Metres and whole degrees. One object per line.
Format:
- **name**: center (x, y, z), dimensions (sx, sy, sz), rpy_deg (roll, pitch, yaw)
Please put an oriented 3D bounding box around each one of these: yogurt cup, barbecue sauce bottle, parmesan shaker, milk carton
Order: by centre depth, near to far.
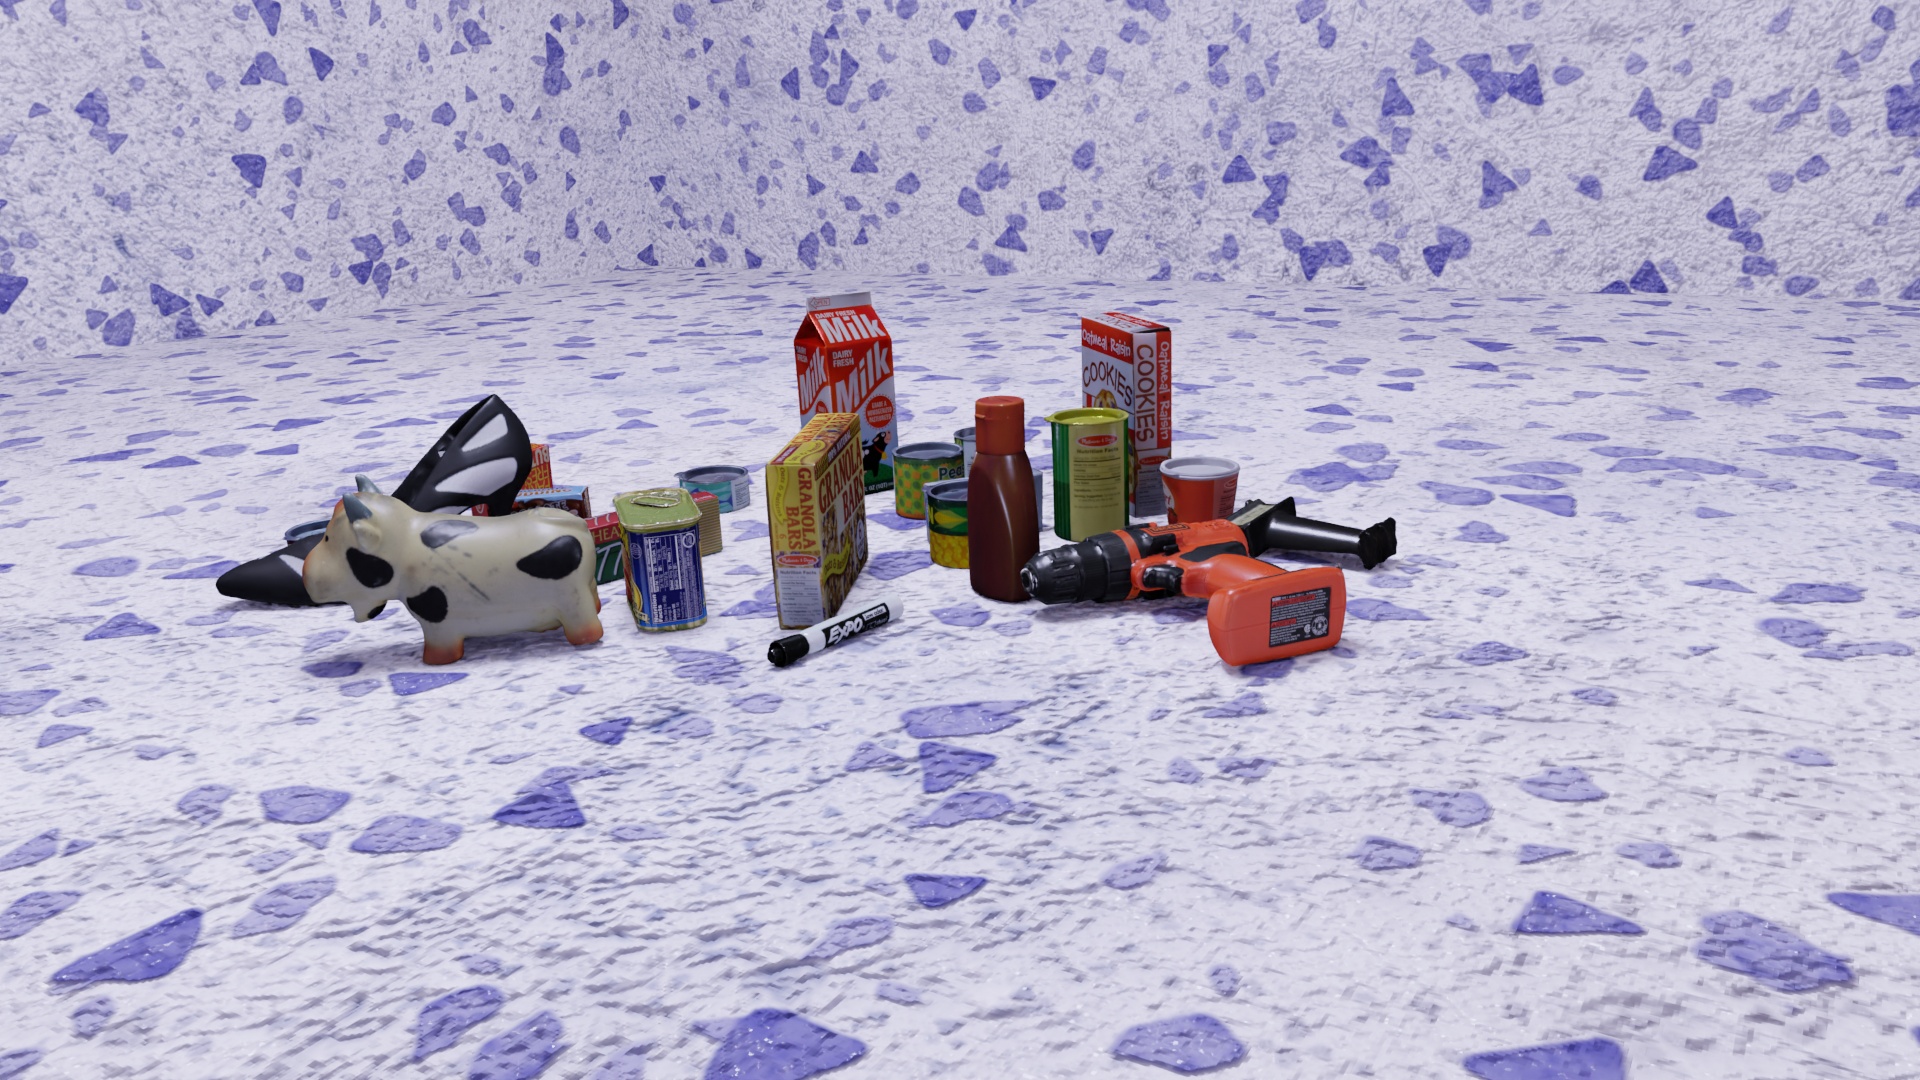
- **barbecue sauce bottle**: center (0.031, -0.032, 1.032), dimensions (0.044, 0.148, 0.065), rpy_deg (-13, 19, -32)
- **parmesan shaker**: center (0.107, -0.056, 1.179), dimensions (0.071, 0.102, 0.071), rpy_deg (-2, 17, 1)
- **yogurt cup**: center (0.206, -0.039, 1.195), dimensions (0.072, 0.053, 0.072), rpy_deg (-2, 17, 1)
- **milk carton**: center (-0.111, -0.143, 1.344), dimensions (0.072, 0.190, 0.073), rpy_deg (-12, 19, -31)

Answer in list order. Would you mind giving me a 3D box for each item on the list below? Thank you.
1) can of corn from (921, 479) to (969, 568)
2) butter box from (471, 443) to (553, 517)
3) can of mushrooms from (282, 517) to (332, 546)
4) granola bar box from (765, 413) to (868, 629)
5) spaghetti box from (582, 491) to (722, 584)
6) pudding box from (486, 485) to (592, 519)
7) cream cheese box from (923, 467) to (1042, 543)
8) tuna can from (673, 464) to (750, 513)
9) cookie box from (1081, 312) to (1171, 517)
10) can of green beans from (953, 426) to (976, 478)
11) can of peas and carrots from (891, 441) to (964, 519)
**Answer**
- **can of corn**: center (0.004, -0.014, 1.132), dimensions (0.071, 0.058, 0.071), rpy_deg (-2, 17, 1)
- **butter box**: center (-0.436, -0.058, 1.346), dimensions (0.024, 0.053, 0.104), rpy_deg (3, 18, 19)
- **can of mushrooms**: center (-0.542, 0.004, 1.189), dimensions (0.071, 0.033, 0.071), rpy_deg (-2, 17, 1)
- **granola bar box**: center (-0.106, -0.019, 1.050), dimensions (0.039, 0.123, 0.166), rpy_deg (0, 17, 7)
- **spaghetti box**: center (-0.302, 0.011, 1.106), dimensions (0.251, 0.050, 0.029), rpy_deg (-17, 22, -40)
- **pudding box**: center (-0.367, -0.020, 1.216), dimensions (0.084, 0.049, 0.030), rpy_deg (-4, 17, -4)
- **cream cheese box**: center (0.021, -0.028, 1.185), dimensions (0.104, 0.053, 0.024), rpy_deg (-9, 18, -21)
- **tuna can**: center (-0.236, -0.049, 1.322), dimensions (0.071, 0.032, 0.071), rpy_deg (-2, 17, 1)
- **cookie box**: center (0.151, -0.118, 1.265), dimensions (0.040, 0.166, 0.123), rpy_deg (-7, 17, -16)
- **can of green beans**: center (0.027, -0.076, 1.332), dimensions (0.071, 0.057, 0.071), rpy_deg (-2, 17, 1)
- **can of peas and carrots**: center (-0.027, -0.055, 1.270), dimensions (0.071, 0.058, 0.071), rpy_deg (-2, 17, 1)
